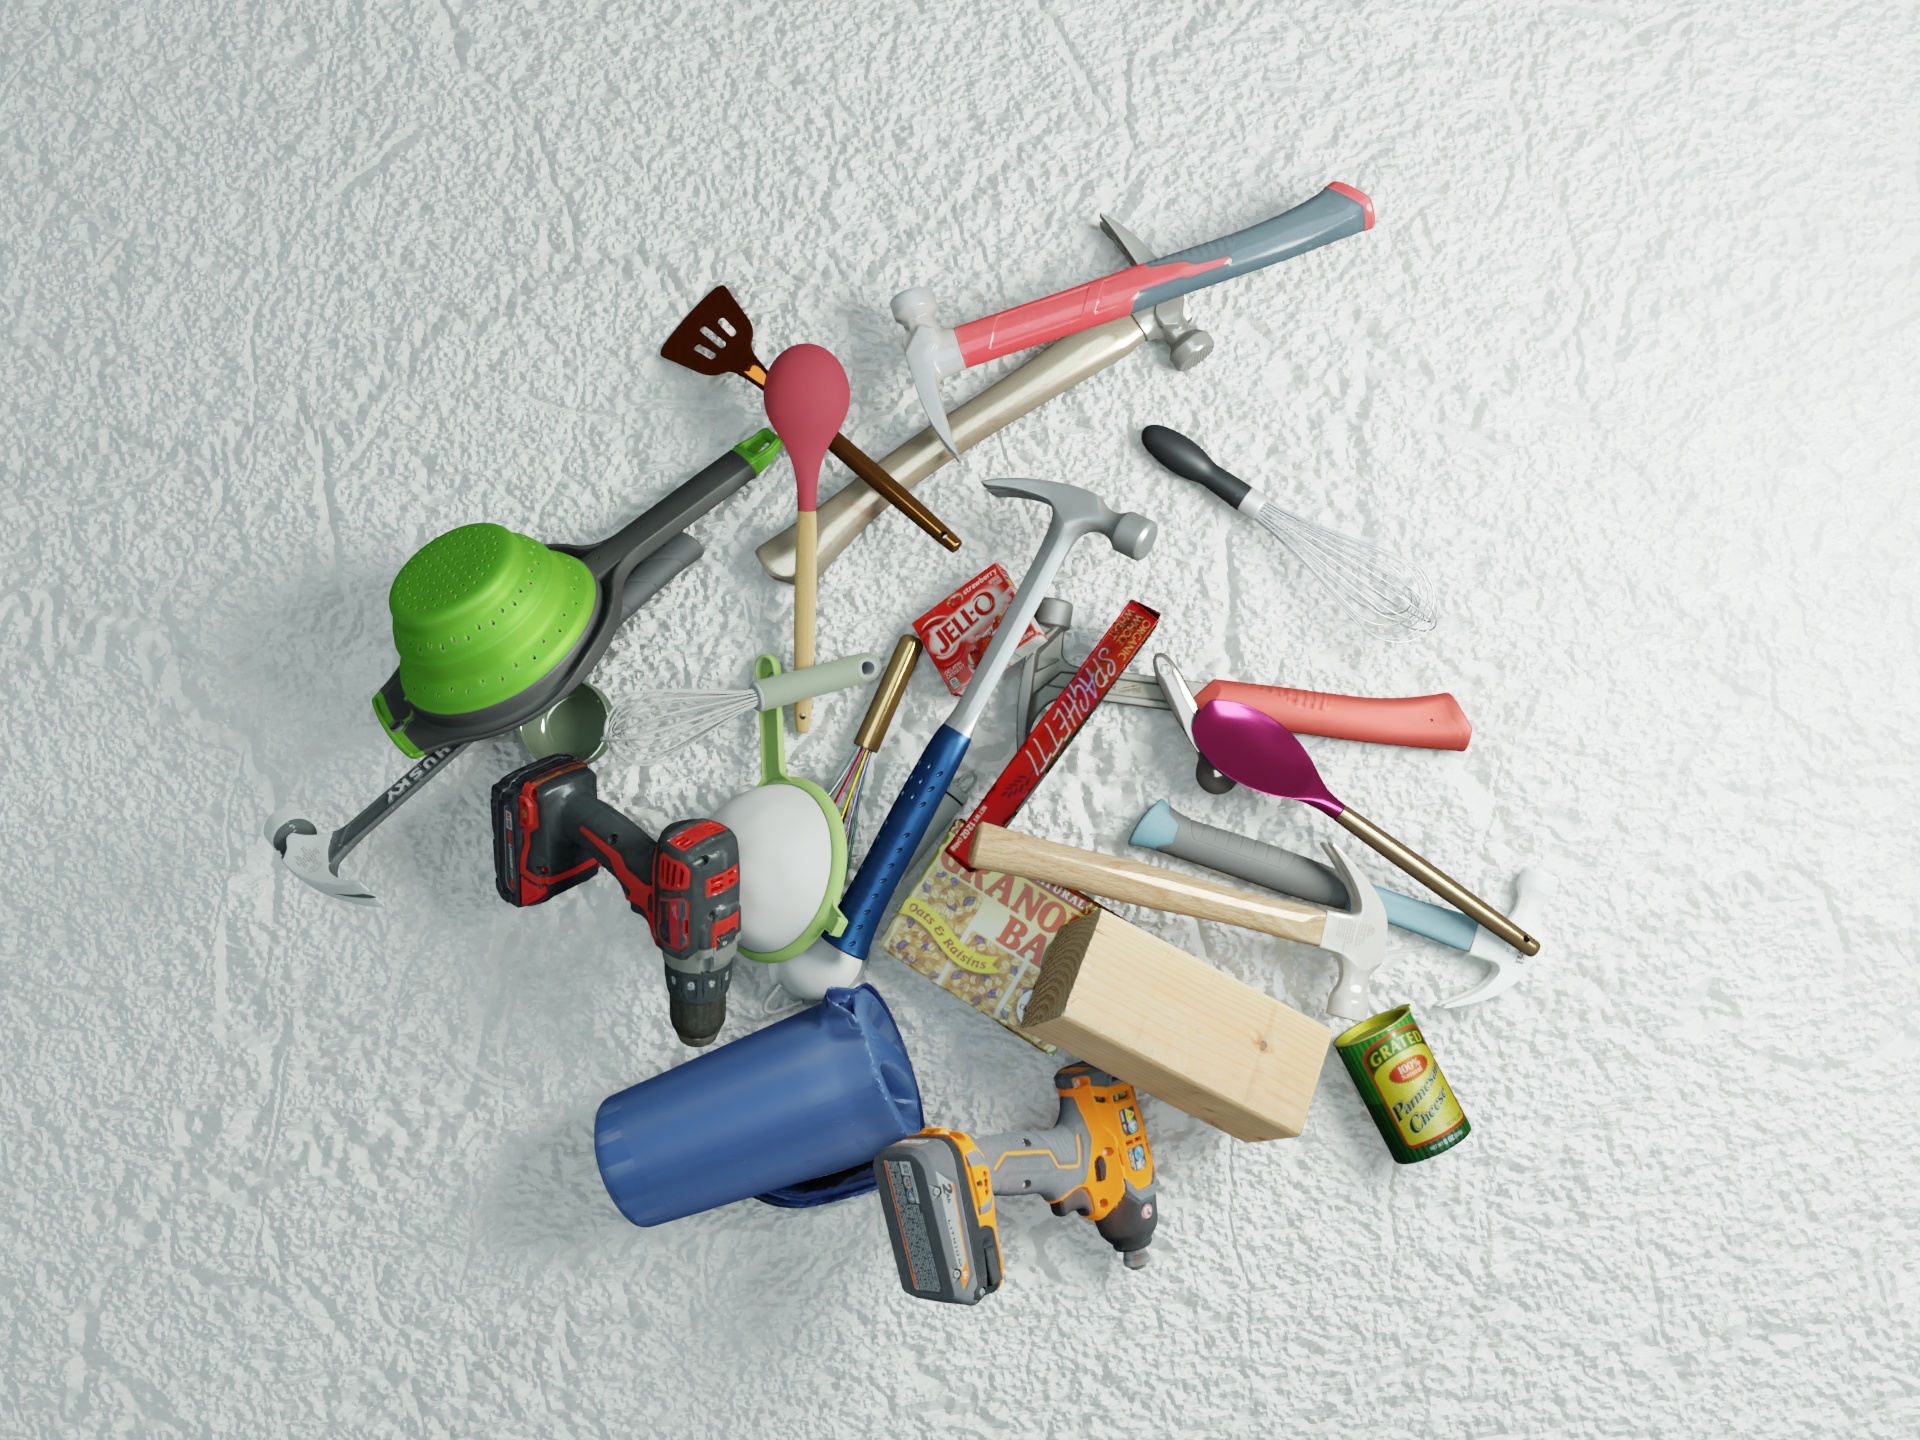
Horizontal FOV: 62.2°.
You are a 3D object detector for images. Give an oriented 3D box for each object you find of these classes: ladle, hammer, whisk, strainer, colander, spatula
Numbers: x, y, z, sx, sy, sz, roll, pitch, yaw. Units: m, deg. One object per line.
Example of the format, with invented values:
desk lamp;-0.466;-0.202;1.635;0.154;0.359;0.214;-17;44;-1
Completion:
ladle;-0.126;-0.144;1.289;0.069;0.031;0.315;1;103;-3
hammer;0.169;0.131;1.221;0.331;0.031;0.130;15;83;-6
hammer;-0.002;-0.004;1.245;0.144;0.035;0.405;28;89;22
hammer;-0.363;-0.013;1.270;0.409;0.036;0.149;-44;46;-16
hammer;0.146;-0.332;1.274;0.386;0.038;0.143;-18;84;4
whisk;0.263;-0.157;1.283;0.285;0.070;0.070;37;90;11
strainer;-0.167;0.063;1.269;0.151;0.069;0.256;-19;67;37
hammer;0.298;0.132;1.272;0.331;0.033;0.128;19;87;6
colander;-0.317;-0.139;1.270;0.397;0.094;0.205;-39;45;-12
strainer;-0.069;0.143;1.289;0.086;0.050;0.258;43;82;-29
hammer;0.001;-0.251;1.318;0.410;0.038;0.146;-34;83;2
spatula;-0.119;-0.243;1.309;0.323;0.041;0.081;42;90;11
hammer;0.226;-0.004;1.284;0.359;0.036;0.149;8;87;5
whisk;-0.169;-0.016;1.258;0.246;0.059;0.058;-17;101;-31
whisk;-0.084;0.044;1.302;0.051;0.047;0.245;23;85;7

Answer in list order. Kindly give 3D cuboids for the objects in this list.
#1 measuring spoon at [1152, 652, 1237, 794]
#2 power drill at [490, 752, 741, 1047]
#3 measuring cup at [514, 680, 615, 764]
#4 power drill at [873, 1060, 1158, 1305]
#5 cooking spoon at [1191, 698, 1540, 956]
measuring spoon;0.183;0.001;1.260;0.034;0.018;0.124;-27;83;3
power drill;-0.261;0.139;1.240;0.227;0.080;0.187;22;121;31
measuring cup;-0.369;0.000;1.330;0.167;0.038;0.083;4;86;7
power drill;0.057;0.361;1.204;0.226;0.084;0.164;-11;84;-37
cooking spoon;0.317;0.087;1.242;0.319;0.017;0.069;35;61;4
